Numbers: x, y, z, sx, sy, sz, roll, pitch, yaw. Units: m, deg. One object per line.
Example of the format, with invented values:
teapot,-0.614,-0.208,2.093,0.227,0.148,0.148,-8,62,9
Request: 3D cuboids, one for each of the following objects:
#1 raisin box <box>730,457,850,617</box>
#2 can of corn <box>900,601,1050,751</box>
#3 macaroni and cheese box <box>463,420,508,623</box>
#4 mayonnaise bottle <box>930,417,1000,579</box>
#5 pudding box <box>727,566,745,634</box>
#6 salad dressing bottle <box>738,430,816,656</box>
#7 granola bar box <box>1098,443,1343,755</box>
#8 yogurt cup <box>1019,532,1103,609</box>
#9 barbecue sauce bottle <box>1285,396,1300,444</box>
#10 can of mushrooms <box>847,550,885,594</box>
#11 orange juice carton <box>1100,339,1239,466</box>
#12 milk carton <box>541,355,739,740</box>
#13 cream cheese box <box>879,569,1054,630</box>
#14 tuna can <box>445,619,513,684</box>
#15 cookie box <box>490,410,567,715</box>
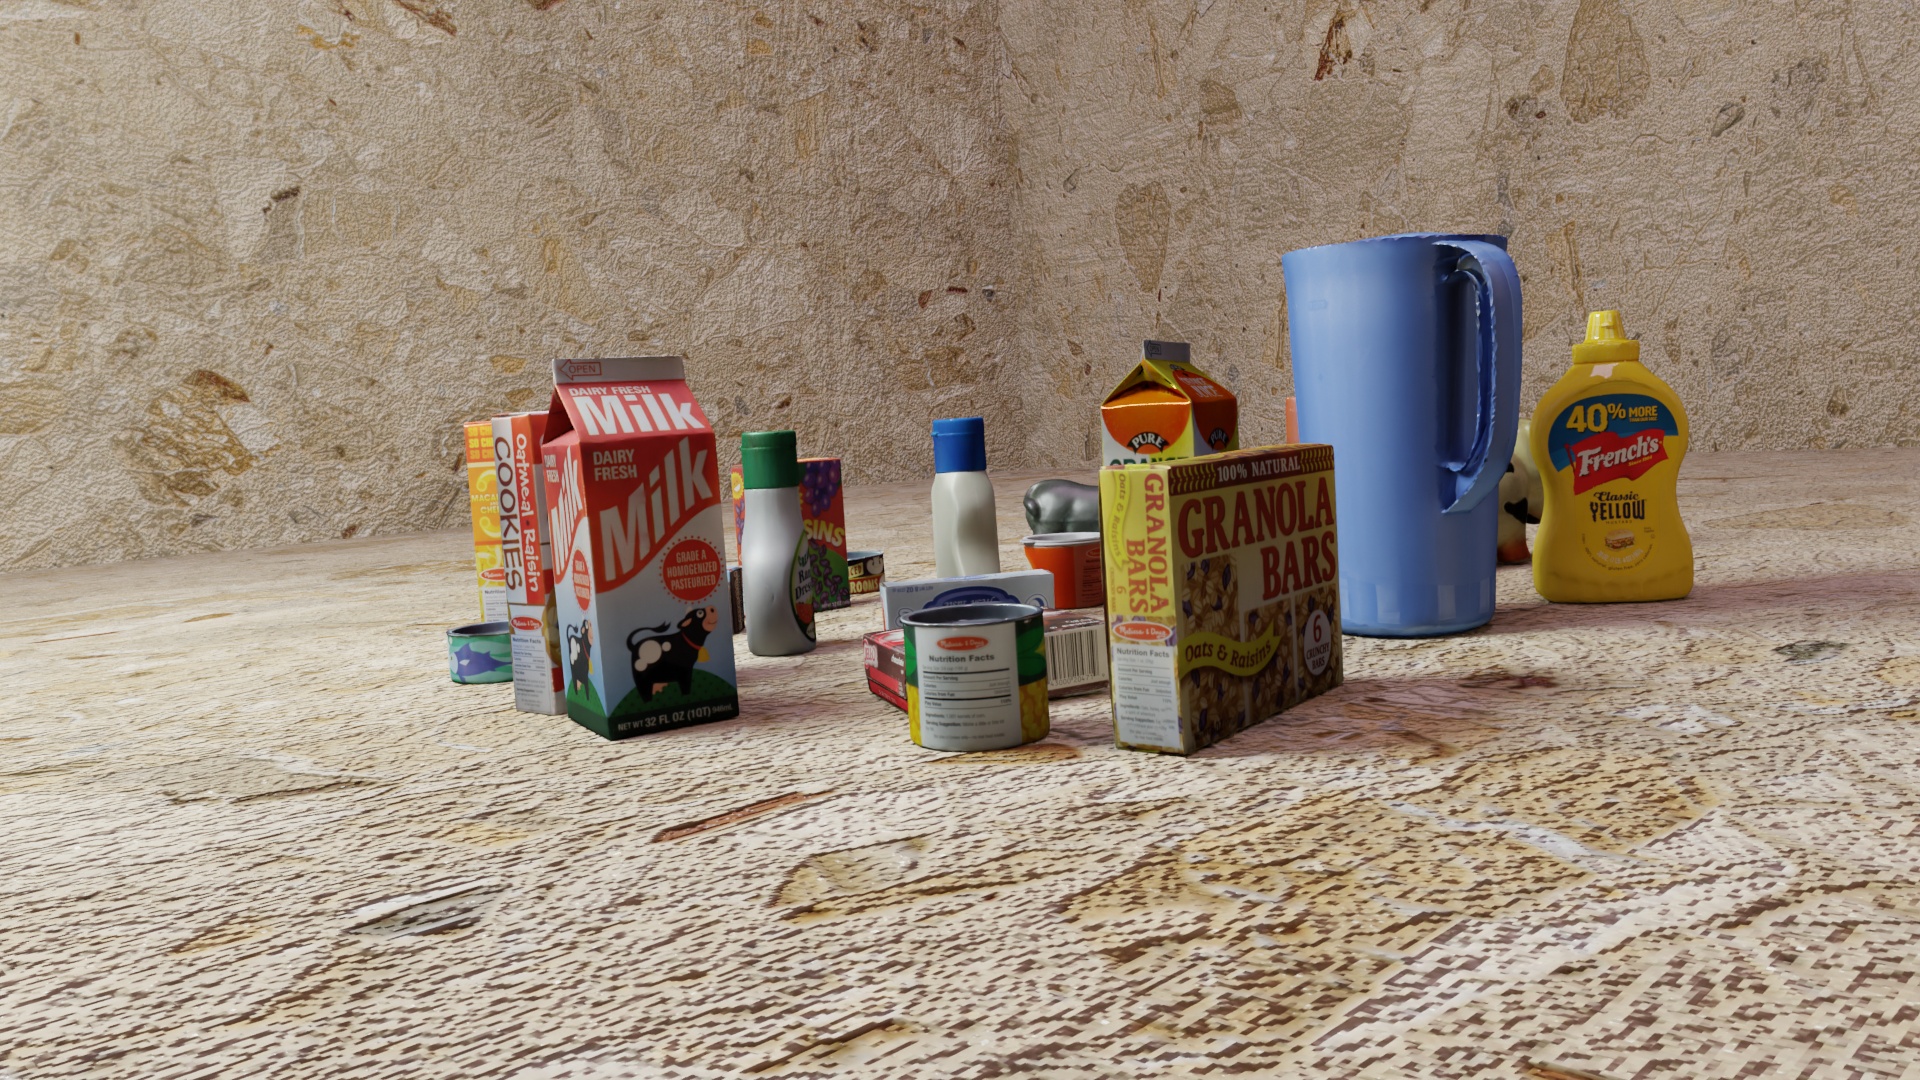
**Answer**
raisin box,-0.136,-0.003,1.118,0.086,0.123,0.040,-8,6,-41
can of corn,0.008,0.062,0.646,0.071,0.058,0.071,-4,5,0
macaroni and cheese box,-0.306,-0.005,1.011,0.040,0.166,0.124,-3,5,10
mayonnaise bottle,0.003,-0.012,0.980,0.041,0.148,0.065,-5,5,-20
pudding box,-0.205,0.046,1.034,0.084,0.049,0.030,-3,5,6
salad dressing bottle,-0.123,0.001,0.923,0.044,0.147,0.064,-3,4,9
granola bar box,0.126,0.021,0.651,0.039,0.124,0.166,0,6,38
yogurt cup,0.082,0.023,1.063,0.072,0.054,0.072,-4,5,0
barbecue sauce bottle,0.279,-0.041,1.102,0.065,0.148,0.043,-7,6,-41
can of mushrooms,-0.100,0.029,1.242,0.071,0.033,0.071,-4,5,0
orange juice carton,0.148,-0.042,0.963,0.073,0.192,0.072,0,5,37
milk carton,-0.169,0.000,0.723,0.072,0.190,0.073,-6,5,-32
cream cheese box,0.005,0.048,0.831,0.104,0.053,0.024,-5,5,-12
tuna can,-0.296,0.071,0.902,0.071,0.032,0.071,-4,5,0
cookie box,-0.204,0.006,0.809,0.040,0.167,0.123,0,6,38
